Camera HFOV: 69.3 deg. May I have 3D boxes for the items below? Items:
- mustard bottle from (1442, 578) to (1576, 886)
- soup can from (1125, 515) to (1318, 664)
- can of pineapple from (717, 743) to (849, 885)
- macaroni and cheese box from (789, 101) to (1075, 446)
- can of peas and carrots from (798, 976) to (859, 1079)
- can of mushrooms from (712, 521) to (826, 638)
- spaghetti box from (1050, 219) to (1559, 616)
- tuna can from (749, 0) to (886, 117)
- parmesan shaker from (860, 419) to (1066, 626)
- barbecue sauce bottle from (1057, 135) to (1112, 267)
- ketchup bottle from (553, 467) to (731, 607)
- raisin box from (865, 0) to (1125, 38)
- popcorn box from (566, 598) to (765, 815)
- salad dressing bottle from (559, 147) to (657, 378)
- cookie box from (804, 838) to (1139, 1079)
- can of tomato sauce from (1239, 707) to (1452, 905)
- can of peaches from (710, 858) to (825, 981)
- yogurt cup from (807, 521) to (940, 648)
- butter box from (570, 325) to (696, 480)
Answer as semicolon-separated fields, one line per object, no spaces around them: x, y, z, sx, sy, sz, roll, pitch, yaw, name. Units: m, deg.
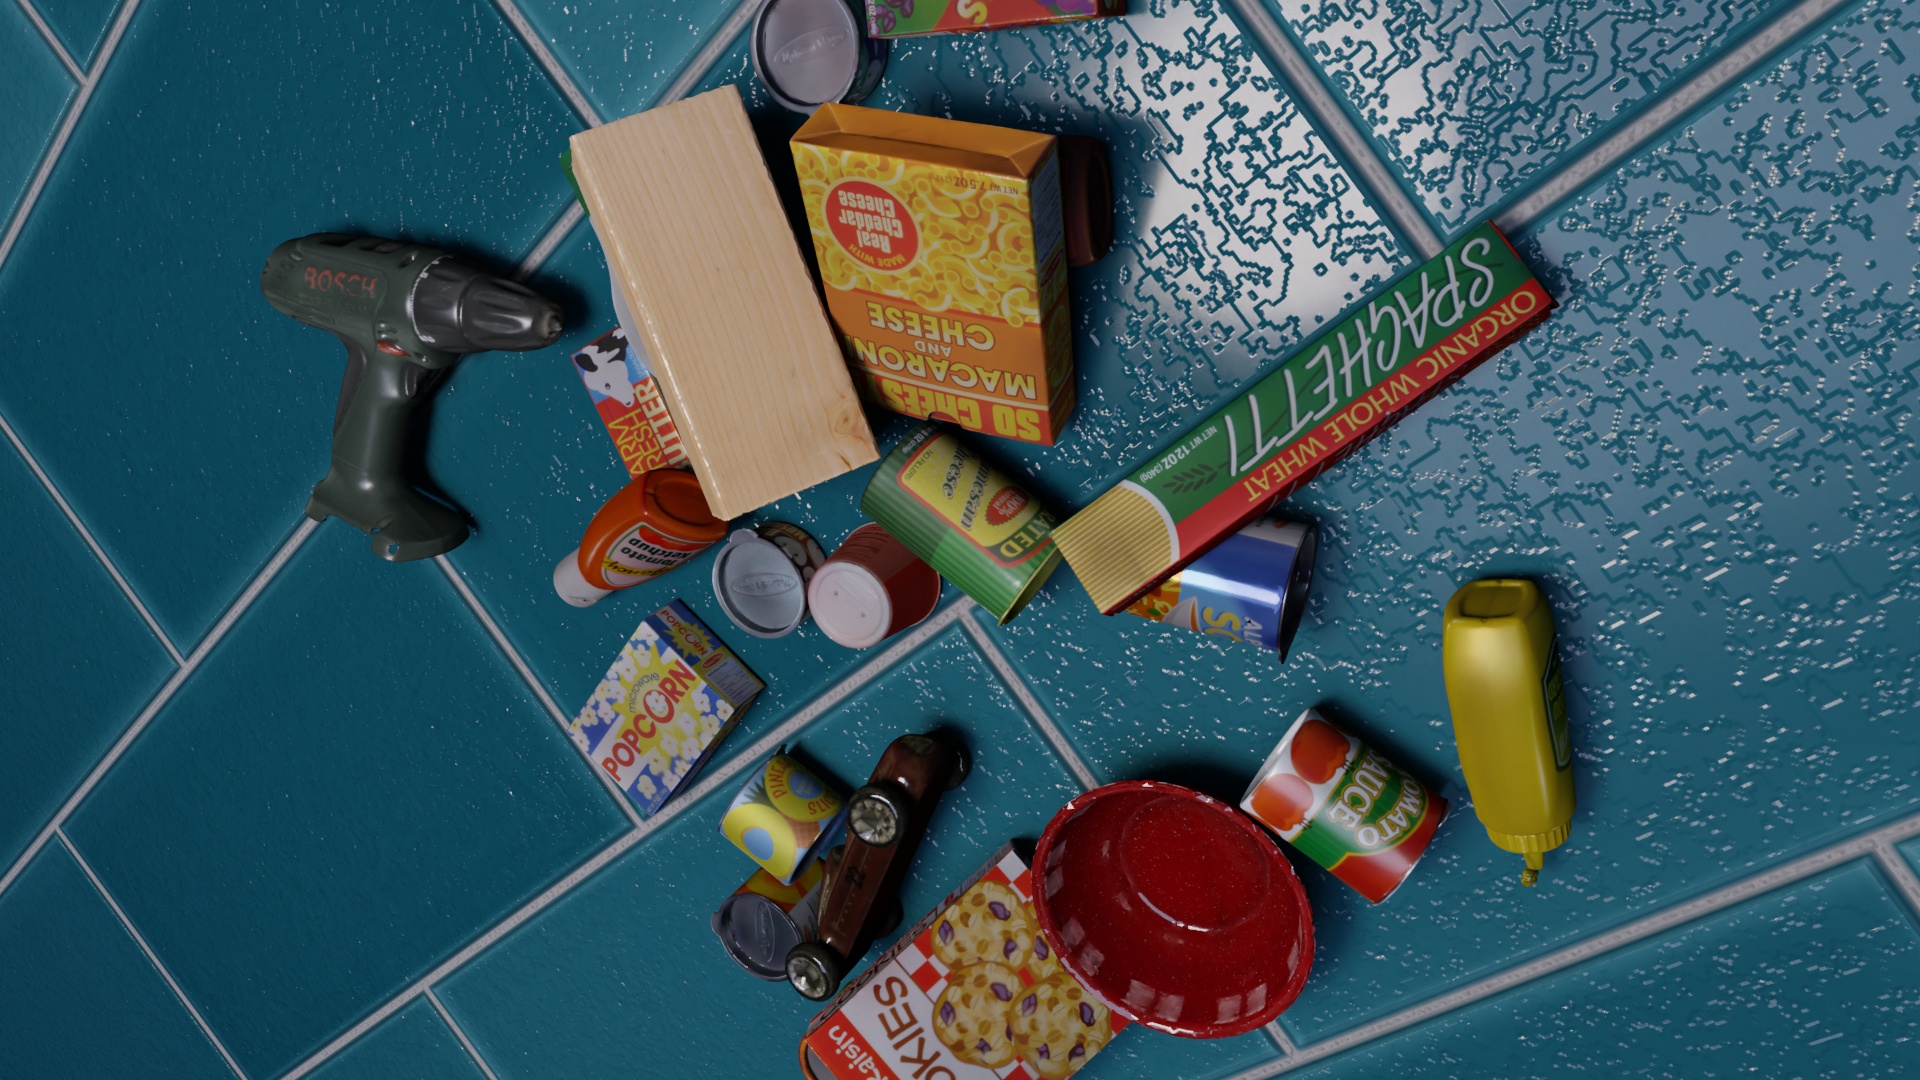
0.269;0.099;0.673;0.049;0.065;0.159;-4;113;33;mustard bottle
0.131;0.018;0.707;0.084;0.071;0.071;13;114;22;soup can
-0.111;0.176;0.888;0.058;0.071;0.070;36;120;10;can of pineapple
-0.009;-0.129;0.697;0.124;0.040;0.165;15;142;21;macaroni and cheese box
-0.068;0.336;0.930;0.071;0.059;0.070;9;112;24;can of peas and carrots
-0.116;0.022;0.852;0.071;0.033;0.070;10;113;24;can of mushrooms
0.155;-0.053;0.649;0.249;0.029;0.050;-36;75;16;spaghetti box
-0.073;-0.256;0.727;0.071;0.033;0.070;9;112;24;tuna can
0.003;-0.010;0.758;0.103;0.071;0.071;38;121;9;parmesan shaker
0.002;-0.173;0.714;0.148;0.044;0.064;5;117;25;barbecue sauce bottle
-0.207;0.002;0.872;0.148;0.065;0.044;-28;55;44;ketchup bottle
0.014;-0.290;0.668;0.123;0.040;0.085;4;110;27;raisin box
-0.198;0.113;0.923;0.085;0.038;0.126;44;121;6;popcorn box
-0.183;-0.163;0.811;0.064;0.044;0.147;-25;95;25;salad dressing bottle
0.009;0.284;0.833;0.167;0.040;0.123;-42;87;-2;cookie box
0.198;0.135;0.717;0.083;0.071;0.071;35;120;11;can of tomato sauce
-0.120;0.247;0.923;0.071;0.058;0.071;10;113;24;can of peaches
-0.052;0.028;0.810;0.072;0.054;0.072;9;112;23;yogurt cup
-0.195;-0.081;0.858;0.053;0.024;0.103;-21;98;31;butter box
